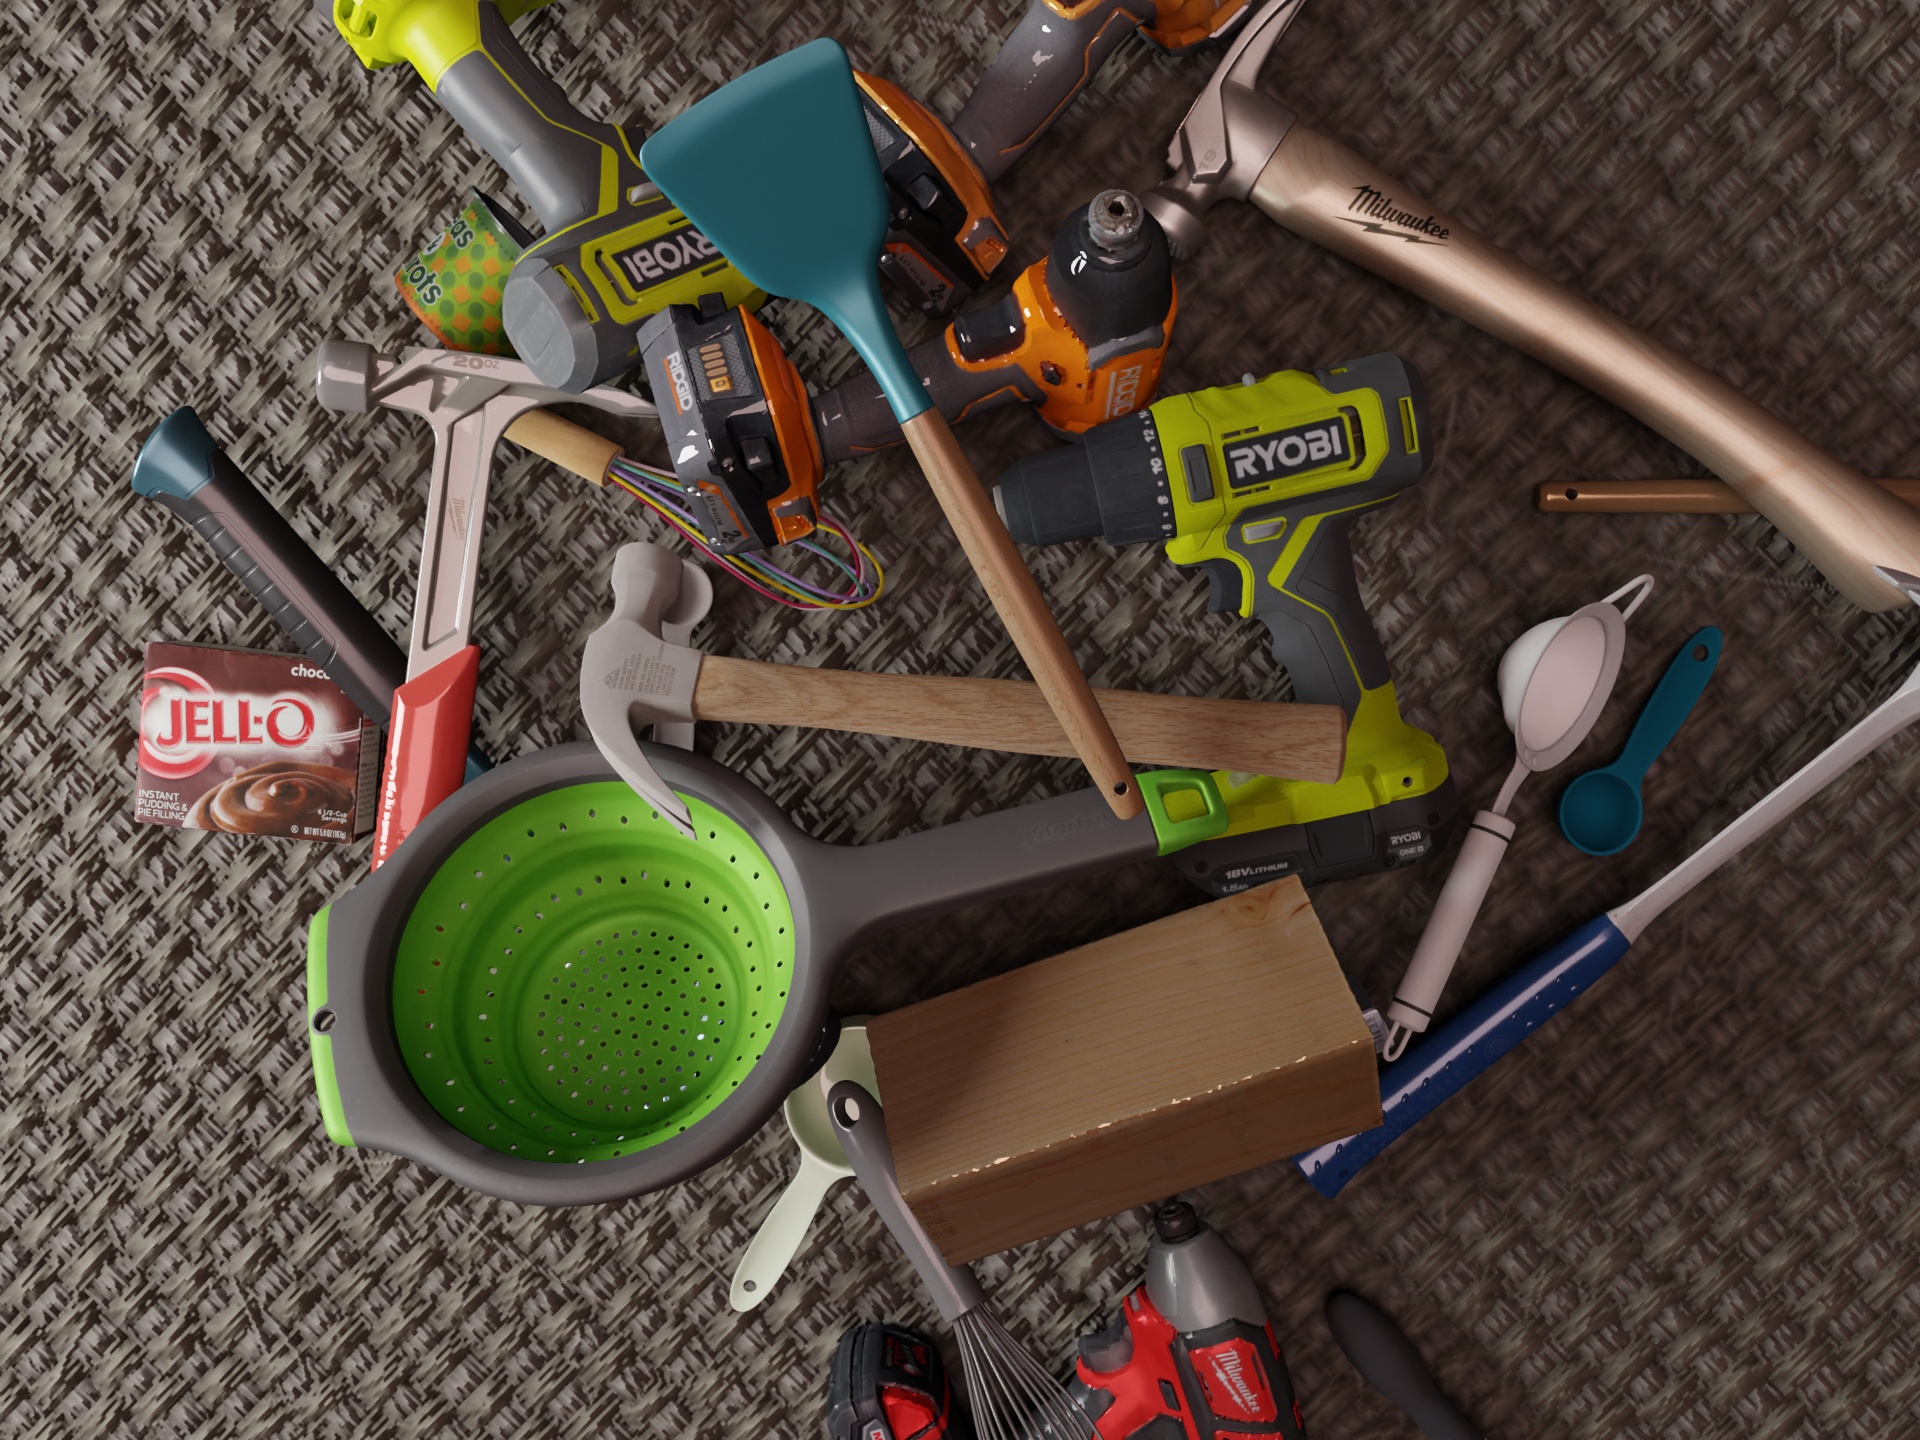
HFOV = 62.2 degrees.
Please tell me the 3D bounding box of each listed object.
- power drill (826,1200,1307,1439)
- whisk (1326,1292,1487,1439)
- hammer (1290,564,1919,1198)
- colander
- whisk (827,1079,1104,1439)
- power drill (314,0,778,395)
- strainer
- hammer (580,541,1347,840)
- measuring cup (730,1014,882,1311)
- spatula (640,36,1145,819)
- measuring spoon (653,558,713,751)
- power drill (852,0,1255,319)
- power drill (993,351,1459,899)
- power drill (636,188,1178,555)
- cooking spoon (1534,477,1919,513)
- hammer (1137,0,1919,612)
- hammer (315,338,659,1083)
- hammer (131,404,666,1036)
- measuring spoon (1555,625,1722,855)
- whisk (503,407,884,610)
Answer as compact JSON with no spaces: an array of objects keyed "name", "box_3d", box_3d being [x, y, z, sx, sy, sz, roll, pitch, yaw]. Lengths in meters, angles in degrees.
[{"name":"power drill","box_3d":[0.051,0.334,0.795,0.219,0.078,0.143,-18,95,1]},{"name":"whisk","box_3d":[0.284,0.399,0.804,0.070,0.070,0.284,-41,89,6]},{"name":"hammer","box_3d":[0.318,0.089,0.754,0.405,0.035,0.143,-41,130,10]},{"name":"colander","box_3d":[-0.075,0.098,0.710,0.397,0.094,0.205,-14,62,-6]},{"name":"whisk","box_3d":[0.000,0.275,0.743,0.055,0.055,0.239,-33,76,5]},{"name":"power drill","box_3d":[-0.168,-0.272,0.712,0.171,0.080,0.223,-36,94,-36]},{"name":"strainer","box_3d":[0.253,0.042,0.753,0.050,0.086,0.258,21,84,43]},{"name":"hammer","box_3d":[-0.001,-0.002,0.689,0.331,0.031,0.130,6,64,4]},{"name":"measuring cup","box_3d":[-0.071,0.224,0.806,0.083,0.038,0.167,30,98,-1]},{"name":"spatula","box_3d":[-0.005,-0.093,0.610,0.082,0.044,0.317,-29,103,3]},{"name":"measuring spoon","box_3d":[-0.141,-0.020,0.795,0.034,0.018,0.124,5,103,2]},{"name":"power drill","box_3d":[0.028,-0.293,0.673,0.226,0.185,0.084,-42,75,9]},{"name":"power drill","box_3d":[0.128,-0.040,0.732,0.190,0.080,0.228,-13,104,5]},{"name":"power drill","box_3d":[-0.016,-0.154,0.685,0.226,0.164,0.084,-17,76,-4]},{"name":"cooking spoon","box_3d":[0.436,-0.108,0.759,0.319,0.017,0.069,0,91,2]},{"name":"hammer","box_3d":[0.288,-0.186,0.736,0.410,0.038,0.146,33,95,2]},{"name":"hammer","box_3d":[-0.235,0.014,0.732,0.149,0.037,0.359,8,95,-13]},{"name":"hammer","box_3d":[-0.266,-0.005,0.758,0.128,0.033,0.331,-40,103,-6]},{"name":"measuring spoon","box_3d":[0.333,0.008,0.780,0.042,0.021,0.128,34,87,-5]},{"name":"whisk","box_3d":[-0.148,-0.115,0.774,0.245,0.051,0.047,27,76,3]}]
